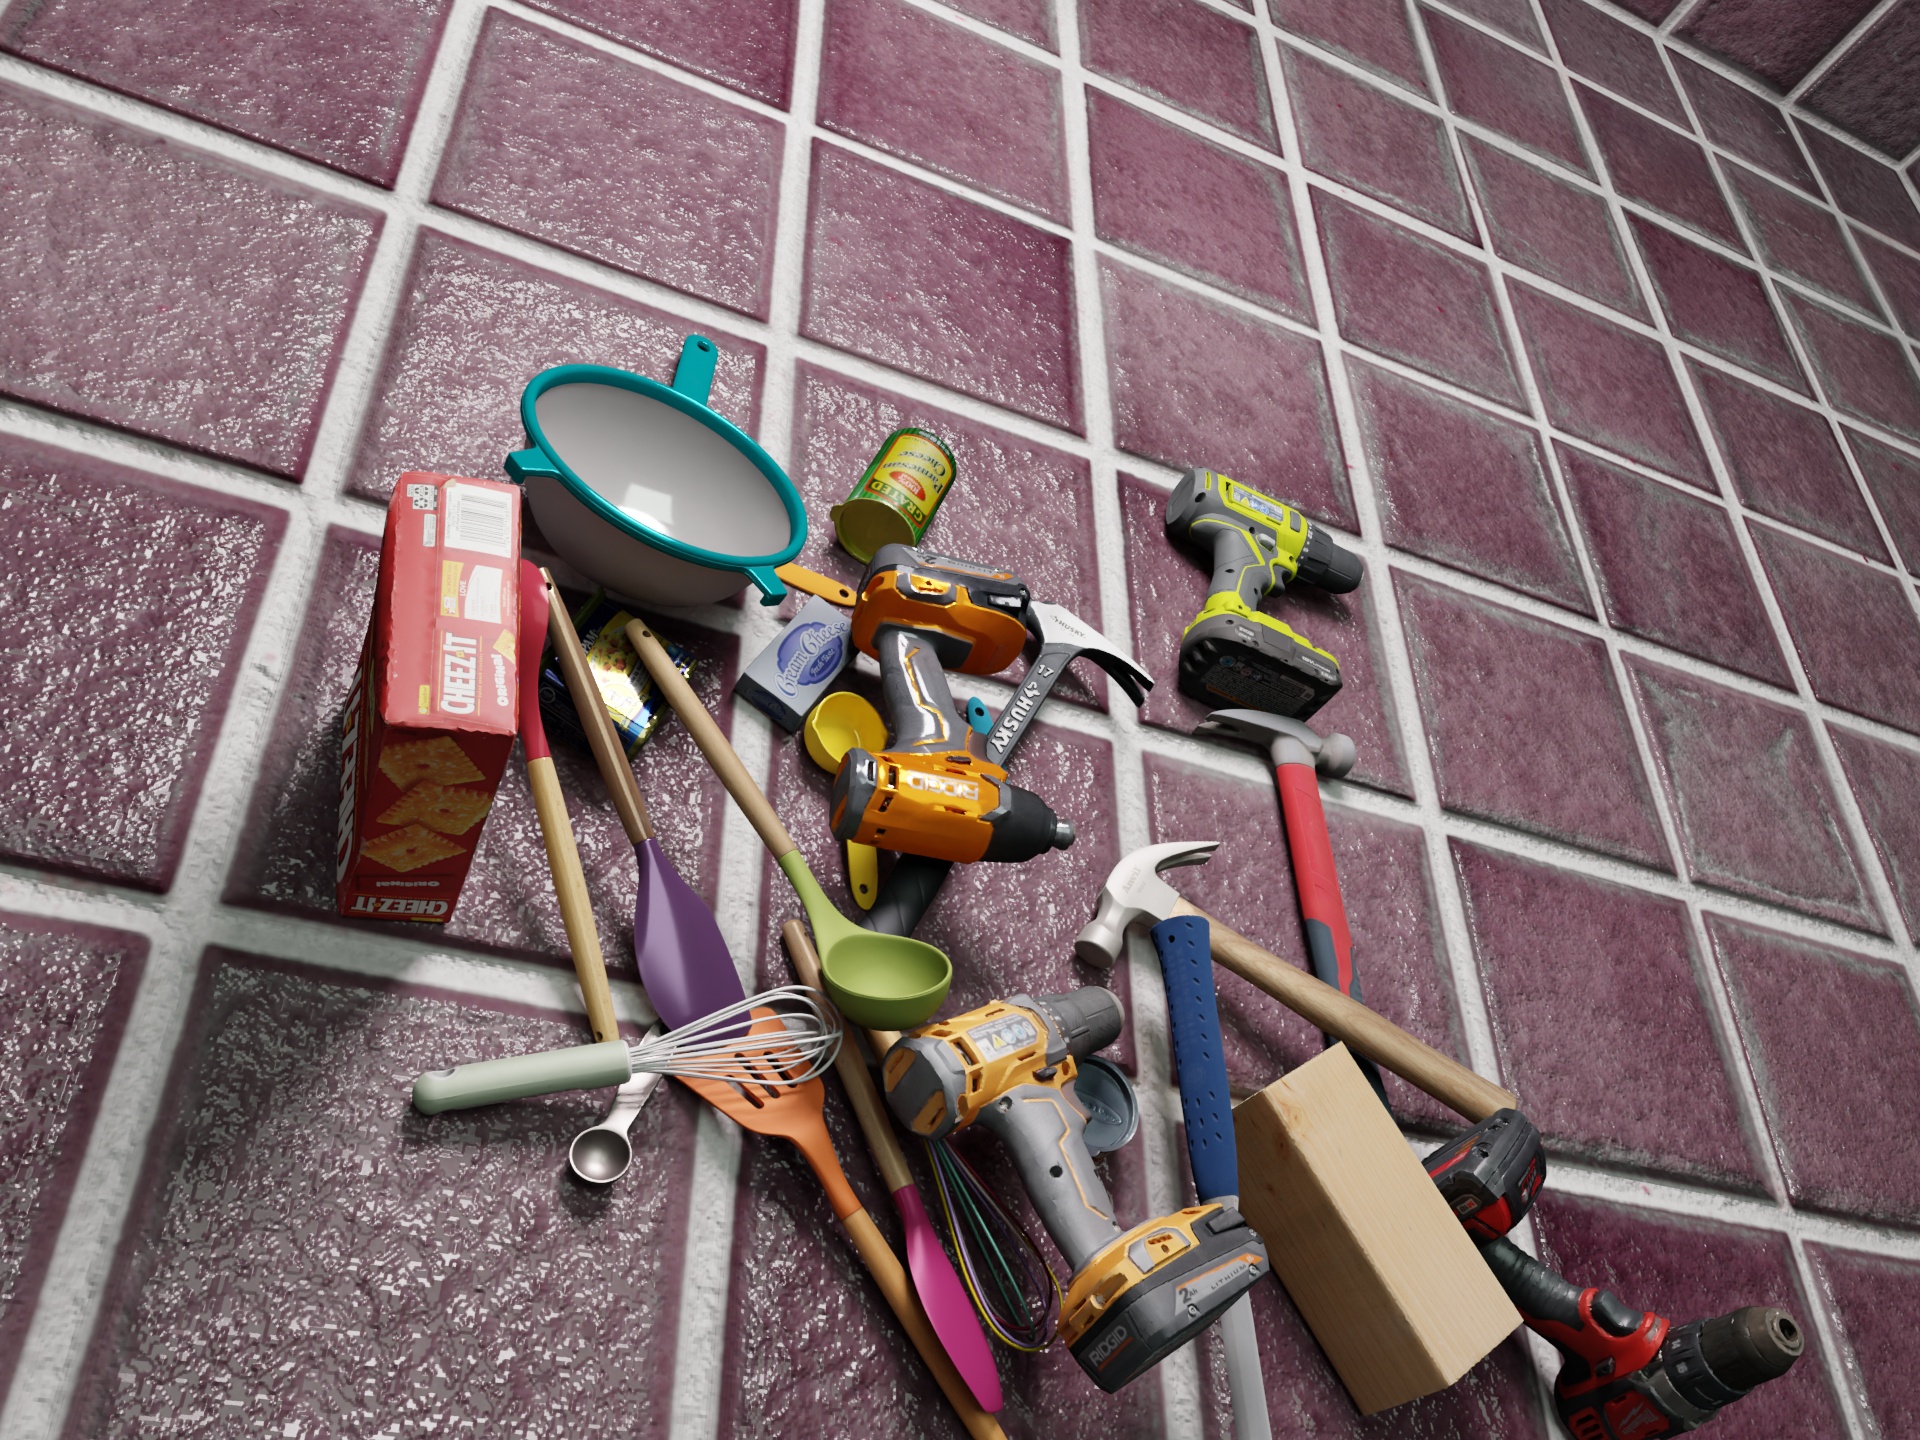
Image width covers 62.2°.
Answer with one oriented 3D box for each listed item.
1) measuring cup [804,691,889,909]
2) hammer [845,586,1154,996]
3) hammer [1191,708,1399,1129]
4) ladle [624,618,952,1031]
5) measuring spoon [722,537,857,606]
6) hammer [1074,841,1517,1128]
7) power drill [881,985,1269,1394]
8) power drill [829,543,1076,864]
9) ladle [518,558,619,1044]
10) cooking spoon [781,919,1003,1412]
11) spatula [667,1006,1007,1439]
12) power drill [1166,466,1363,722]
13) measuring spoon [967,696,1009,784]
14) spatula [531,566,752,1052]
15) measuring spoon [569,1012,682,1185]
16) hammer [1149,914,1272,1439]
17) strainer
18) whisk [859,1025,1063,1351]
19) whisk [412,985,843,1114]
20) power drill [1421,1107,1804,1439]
[{"bbox_3d":[-0.078,0.057,1.101,0.062,0.029,0.157,7,67,-33],"label":"measuring cup"},{"bbox_3d":[0.014,0.048,1.128,0.149,0.036,0.409,29,46,4],"label":"hammer"},{"bbox_3d":[0.269,0.163,1.218,0.143,0.038,0.387,12,53,-22],"label":"hammer"},{"bbox_3d":[-0.115,0.056,0.981,0.078,0.062,0.320,-19,68,-48],"label":"ladle"},{"bbox_3d":[-0.127,-0.113,1.196,0.117,0.011,0.021,23,49,-15],"label":"measuring spoon"},{"bbox_3d":[0.250,0.196,1.144,0.331,0.031,0.130,31,55,3],"label":"hammer"},{"bbox_3d":[0.081,0.259,0.952,0.185,0.084,0.226,-10,52,-46],"label":"power drill"},{"bbox_3d":[-0.002,-0.003,1.090,0.164,0.084,0.227,12,51,-15],"label":"power drill"},{"bbox_3d":[-0.247,0.049,0.956,0.031,0.069,0.315,2,69,-60],"label":"ladle"},{"bbox_3d":[-0.045,0.259,0.960,0.319,0.017,0.068,63,8,26],"label":"cooking spoon"},{"bbox_3d":[-0.054,0.312,0.930,0.081,0.041,0.323,-26,78,-40],"label":"spatula"},{"bbox_3d":[0.271,-0.105,1.387,0.190,0.080,0.229,23,47,-15],"label":"power drill"},{"bbox_3d":[0.030,0.033,1.178,0.042,0.021,0.129,0,59,-31],"label":"measuring spoon"},{"bbox_3d":[-0.206,0.052,0.976,0.059,0.018,0.316,-17,82,-35],"label":"spatula"},{"bbox_3d":[-0.190,0.219,0.922,0.034,0.018,0.124,22,41,1],"label":"measuring spoon"},{"bbox_3d":[0.167,0.307,0.983,0.035,0.144,0.406,32,42,-40],"label":"hammer"},{"bbox_3d":[-0.220,-0.181,1.150,0.211,0.095,0.341,26,29,-19],"label":"strainer"},{"bbox_3d":[-0.007,0.269,0.976,0.047,0.051,0.245,-28,66,-5],"label":"whisk"},{"bbox_3d":[-0.183,0.194,0.907,0.246,0.058,0.059,-5,95,-22],"label":"whisk"},{"bbox_3d":[0.417,0.373,1.059,0.227,0.187,0.080,46,46,11],"label":"power drill"}]
